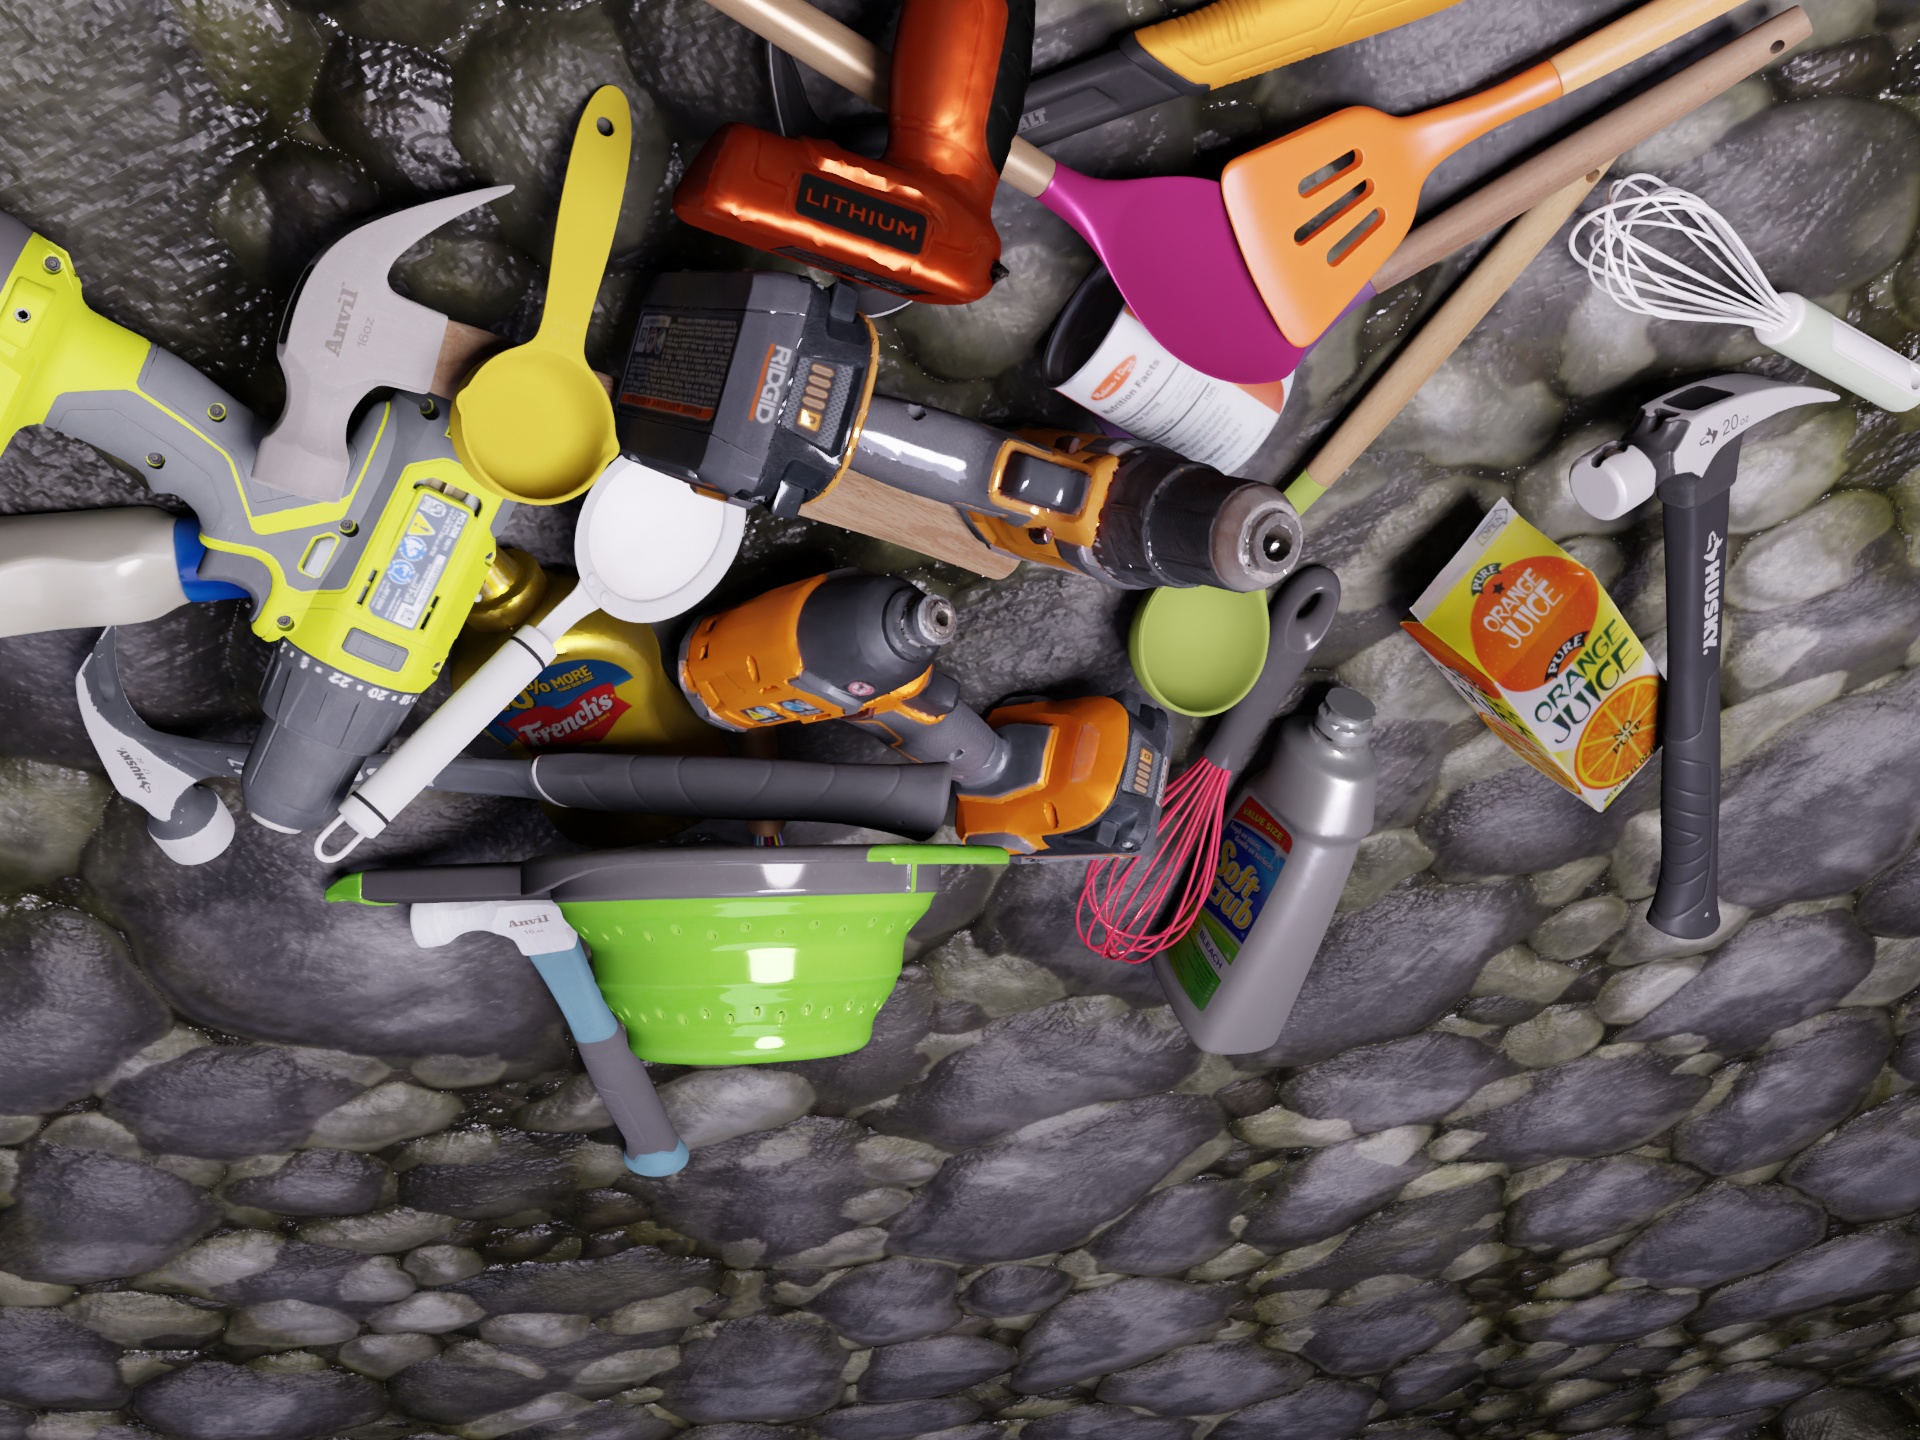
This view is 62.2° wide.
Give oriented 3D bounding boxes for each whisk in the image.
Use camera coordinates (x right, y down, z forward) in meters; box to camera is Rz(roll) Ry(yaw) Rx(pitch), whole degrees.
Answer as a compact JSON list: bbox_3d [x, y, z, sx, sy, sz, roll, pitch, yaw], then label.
[{"bbox_3d":[-0.103,0.073,0.888,0.051,0.047,0.244,-12,135,-13],"label":"whisk"},{"bbox_3d":[0.138,0.035,0.893,0.073,0.073,0.295,8,128,-21],"label":"whisk"},{"bbox_3d":[0.364,-0.184,0.714,0.246,0.058,0.059,13,164,-31],"label":"whisk"}]

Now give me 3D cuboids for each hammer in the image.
[{"bbox_3d":[0.096,-0.257,0.582,0.337,0.034,0.127,-18,139,6],"label":"hammer"},{"bbox_3d":[-0.105,-0.117,0.657,0.331,0.031,0.130,13,95,-36],"label":"hammer"},{"bbox_3d":[0.377,-0.017,0.812,0.146,0.035,0.334,-30,126,-19],"label":"hammer"},{"bbox_3d":[-0.206,0.022,0.734,0.409,0.036,0.149,3,140,7],"label":"hammer"},{"bbox_3d":[-0.228,0.202,1.005,0.128,0.033,0.330,-9,138,-1],"label":"hammer"}]

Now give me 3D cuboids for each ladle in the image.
[{"bbox_3d":[0.185,-0.124,0.730,0.078,0.062,0.320,20,127,-28],"label":"ladle"}]

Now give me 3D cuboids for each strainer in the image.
[{"bbox_3d":[-0.178,-0.038,0.676,0.258,0.050,0.086,-49,141,-21],"label":"strainer"}]

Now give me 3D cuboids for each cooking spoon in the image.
[{"bbox_3d":[0.009,-0.206,0.566,0.318,0.017,0.069,22,92,-28],"label":"cooking spoon"}]

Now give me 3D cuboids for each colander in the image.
[{"bbox_3d":[-0.168,0.113,0.773,0.397,0.094,0.204,-5,173,30],"label":"colander"}]

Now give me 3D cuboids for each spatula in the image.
[{"bbox_3d":[0.252,-0.255,0.605,0.322,0.041,0.081,-27,118,10],"label":"spatula"},{"bbox_3d":[0.194,-0.201,0.668,0.316,0.018,0.059,-28,131,22],"label":"spatula"}]

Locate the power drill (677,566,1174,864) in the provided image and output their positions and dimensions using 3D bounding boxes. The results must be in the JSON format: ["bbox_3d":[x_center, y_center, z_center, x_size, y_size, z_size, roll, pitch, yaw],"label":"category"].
[{"bbox_3d":[-0.001,-0.002,0.761,0.226,0.084,0.164,27,157,-35],"label":"power drill"}]

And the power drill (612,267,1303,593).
[{"bbox_3d":[0.003,-0.099,0.605,0.226,0.185,0.084,13,96,-33],"label":"power drill"}]

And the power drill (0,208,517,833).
[{"bbox_3d":[-0.303,-0.071,0.613,0.228,0.080,0.190,25,95,-31],"label":"power drill"}]

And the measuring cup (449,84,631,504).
[{"bbox_3d":[-0.148,-0.156,0.585,0.062,0.156,0.029,14,176,-35],"label":"measuring cup"}]
